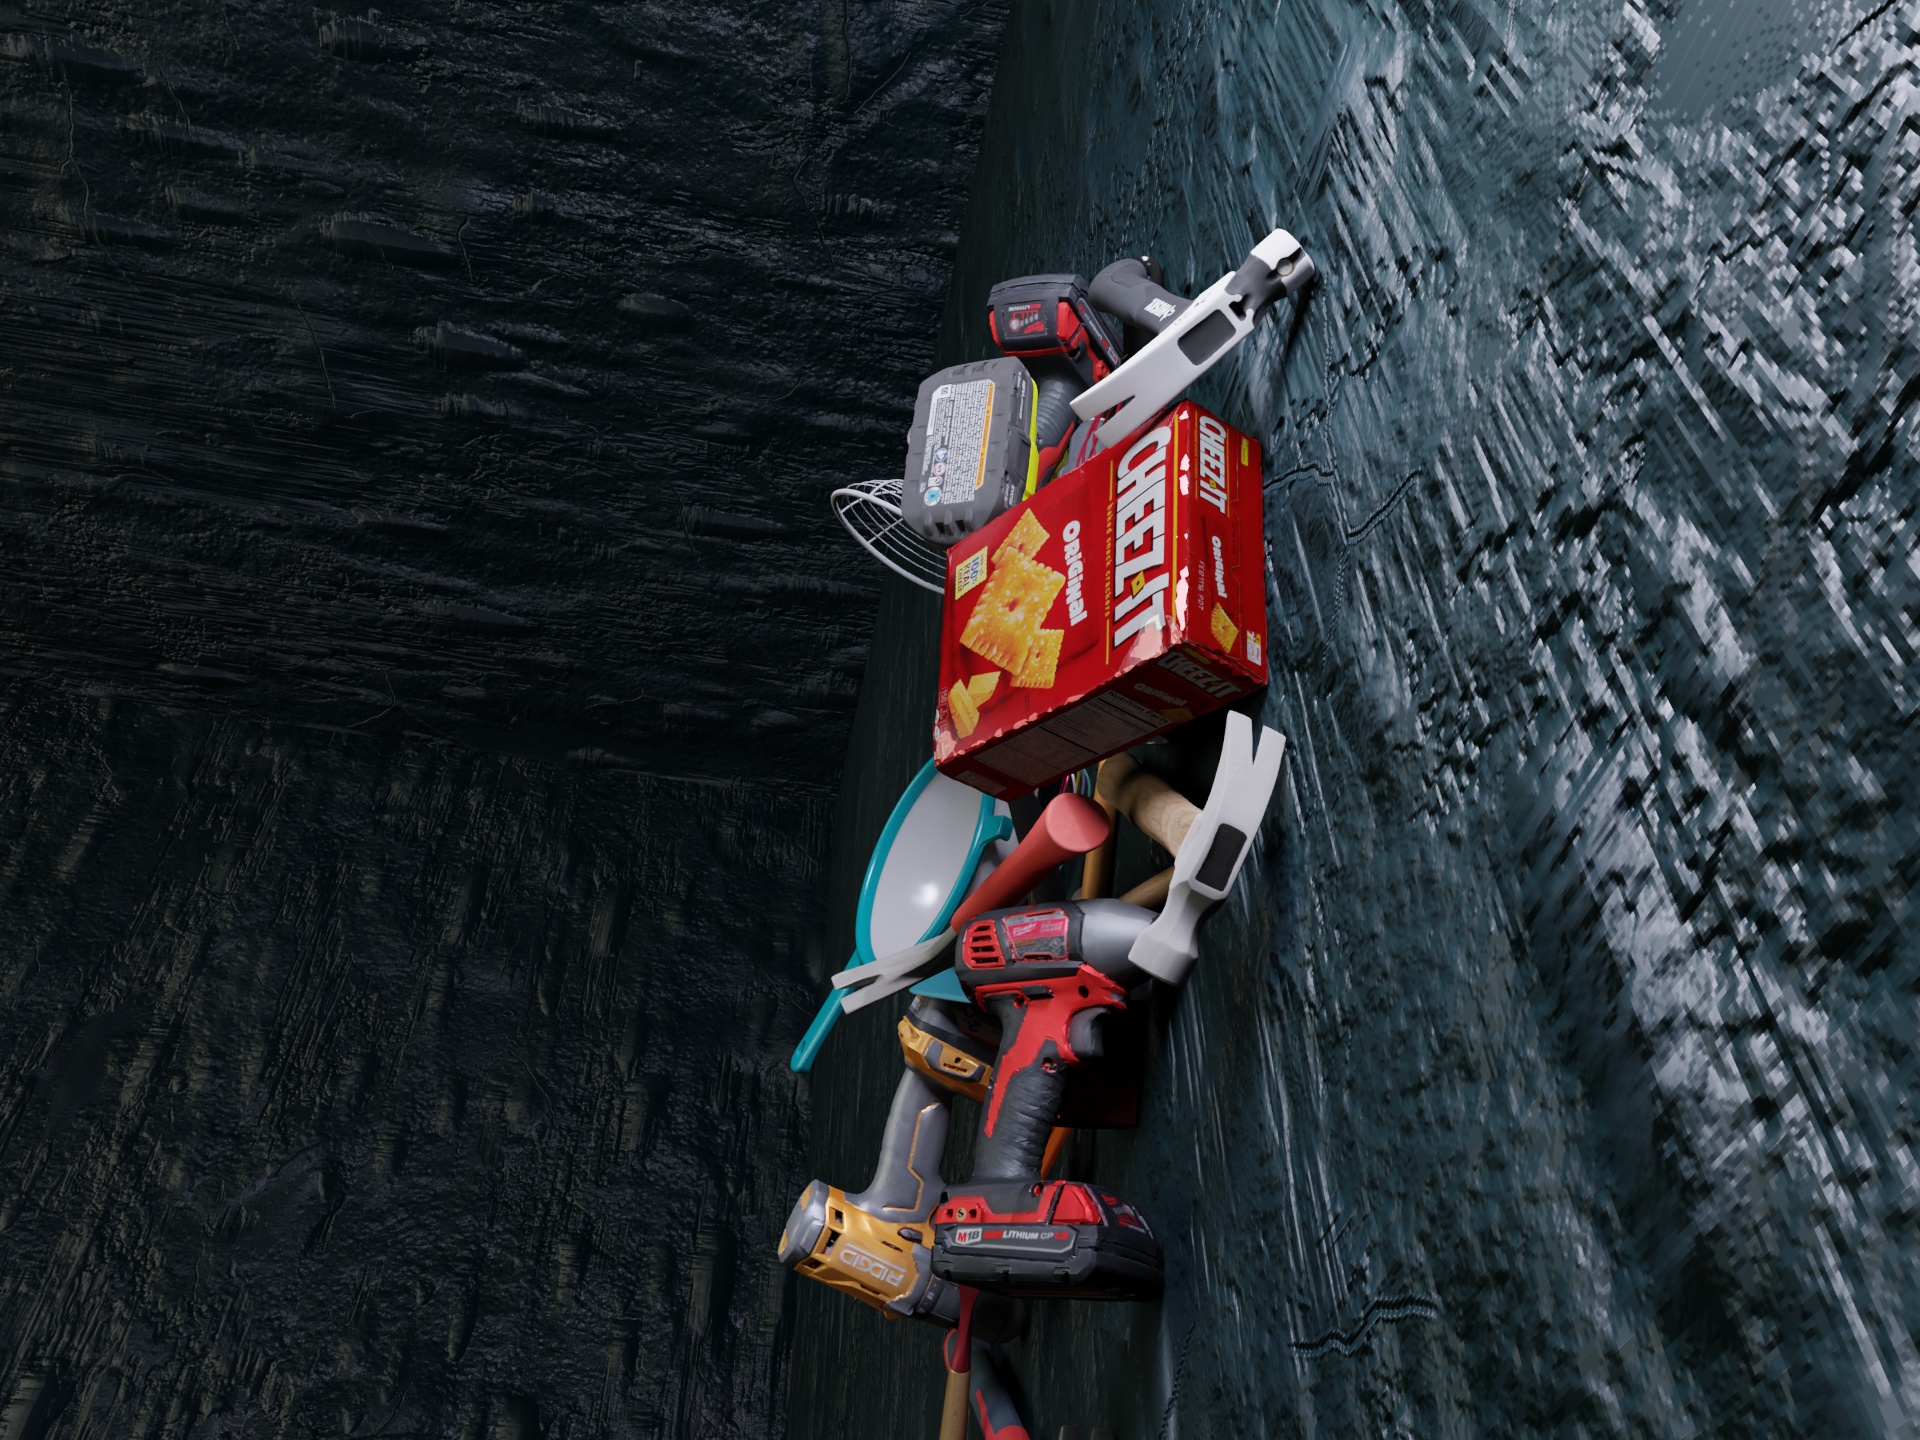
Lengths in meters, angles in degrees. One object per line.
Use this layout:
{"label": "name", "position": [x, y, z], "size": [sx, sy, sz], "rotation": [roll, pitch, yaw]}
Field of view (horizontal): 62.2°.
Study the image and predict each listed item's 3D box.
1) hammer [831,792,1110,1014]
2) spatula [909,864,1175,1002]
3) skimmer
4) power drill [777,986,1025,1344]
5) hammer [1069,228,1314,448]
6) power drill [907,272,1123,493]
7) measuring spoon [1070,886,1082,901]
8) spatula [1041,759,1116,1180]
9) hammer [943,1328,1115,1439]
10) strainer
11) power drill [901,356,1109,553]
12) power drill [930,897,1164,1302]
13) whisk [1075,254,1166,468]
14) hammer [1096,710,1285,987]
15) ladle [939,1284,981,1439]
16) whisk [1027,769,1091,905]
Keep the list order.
{"label": "hammer", "position": [0.013, 0.123, 1.058], "size": [0.037, 0.149, 0.359], "rotation": [65, 159, 13]}
{"label": "spatula", "position": [0.065, 0.136, 1.024], "size": [0.044, 0.082, 0.317], "rotation": [63, 148, 12]}
{"label": "skimmer", "position": [-0.002, -0.004, 1.166], "size": [0.127, 0.090, 0.363], "rotation": [173, 81, -70]}
{"label": "power drill", "position": [-0.003, 0.327, 1.154], "size": [0.226, 0.185, 0.084], "rotation": [-63, 6, -6]}
{"label": "hammer", "position": [0.118, -0.258, 1.012], "size": [0.146, 0.035, 0.335], "rotation": [-41, 17, 10]}
{"label": "power drill", "position": [0.041, -0.236, 1.227], "size": [0.187, 0.080, 0.227], "rotation": [43, -122, -49]}
{"label": "measuring spoon", "position": [0.094, 0.088, 1.134], "size": [0.034, 0.018, 0.124], "rotation": [178, 102, -82]}
{"label": "spatula", "position": [0.078, 0.162, 1.090], "size": [0.081, 0.041, 0.323], "rotation": [146, 133, -73]}
{"label": "hammer", "position": [0.035, 0.472, 1.068], "size": [0.386, 0.038, 0.143], "rotation": [172, 108, -82]}
{"label": "strainer", "position": [-0.029, 0.181, 1.353], "size": [0.340, 0.095, 0.211], "rotation": [-59, 21, 17]}
{"label": "power drill", "position": [0.055, -0.161, 1.131], "size": [0.228, 0.080, 0.191], "rotation": [31, -119, -55]}
{"label": "power drill", "position": [0.060, 0.206, 0.895], "size": [0.078, 0.143, 0.220], "rotation": [37, -129, -46]}
{"label": "whisk", "position": [0.125, -0.243, 1.141], "size": [0.073, 0.073, 0.296], "rotation": [108, 173, -51]}
{"label": "hammer", "position": [0.115, 0.049, 0.902], "size": [0.130, 0.031, 0.331], "rotation": [-63, 5, 3]}
{"label": "ladle", "position": [-0.002, 0.466, 1.091], "size": [0.069, 0.031, 0.315], "rotation": [-129, 45, -78]}
{"label": "whisk", "position": [0.065, 0.134, 1.240], "size": [0.047, 0.051, 0.245], "rotation": [-44, -36, -67]}
